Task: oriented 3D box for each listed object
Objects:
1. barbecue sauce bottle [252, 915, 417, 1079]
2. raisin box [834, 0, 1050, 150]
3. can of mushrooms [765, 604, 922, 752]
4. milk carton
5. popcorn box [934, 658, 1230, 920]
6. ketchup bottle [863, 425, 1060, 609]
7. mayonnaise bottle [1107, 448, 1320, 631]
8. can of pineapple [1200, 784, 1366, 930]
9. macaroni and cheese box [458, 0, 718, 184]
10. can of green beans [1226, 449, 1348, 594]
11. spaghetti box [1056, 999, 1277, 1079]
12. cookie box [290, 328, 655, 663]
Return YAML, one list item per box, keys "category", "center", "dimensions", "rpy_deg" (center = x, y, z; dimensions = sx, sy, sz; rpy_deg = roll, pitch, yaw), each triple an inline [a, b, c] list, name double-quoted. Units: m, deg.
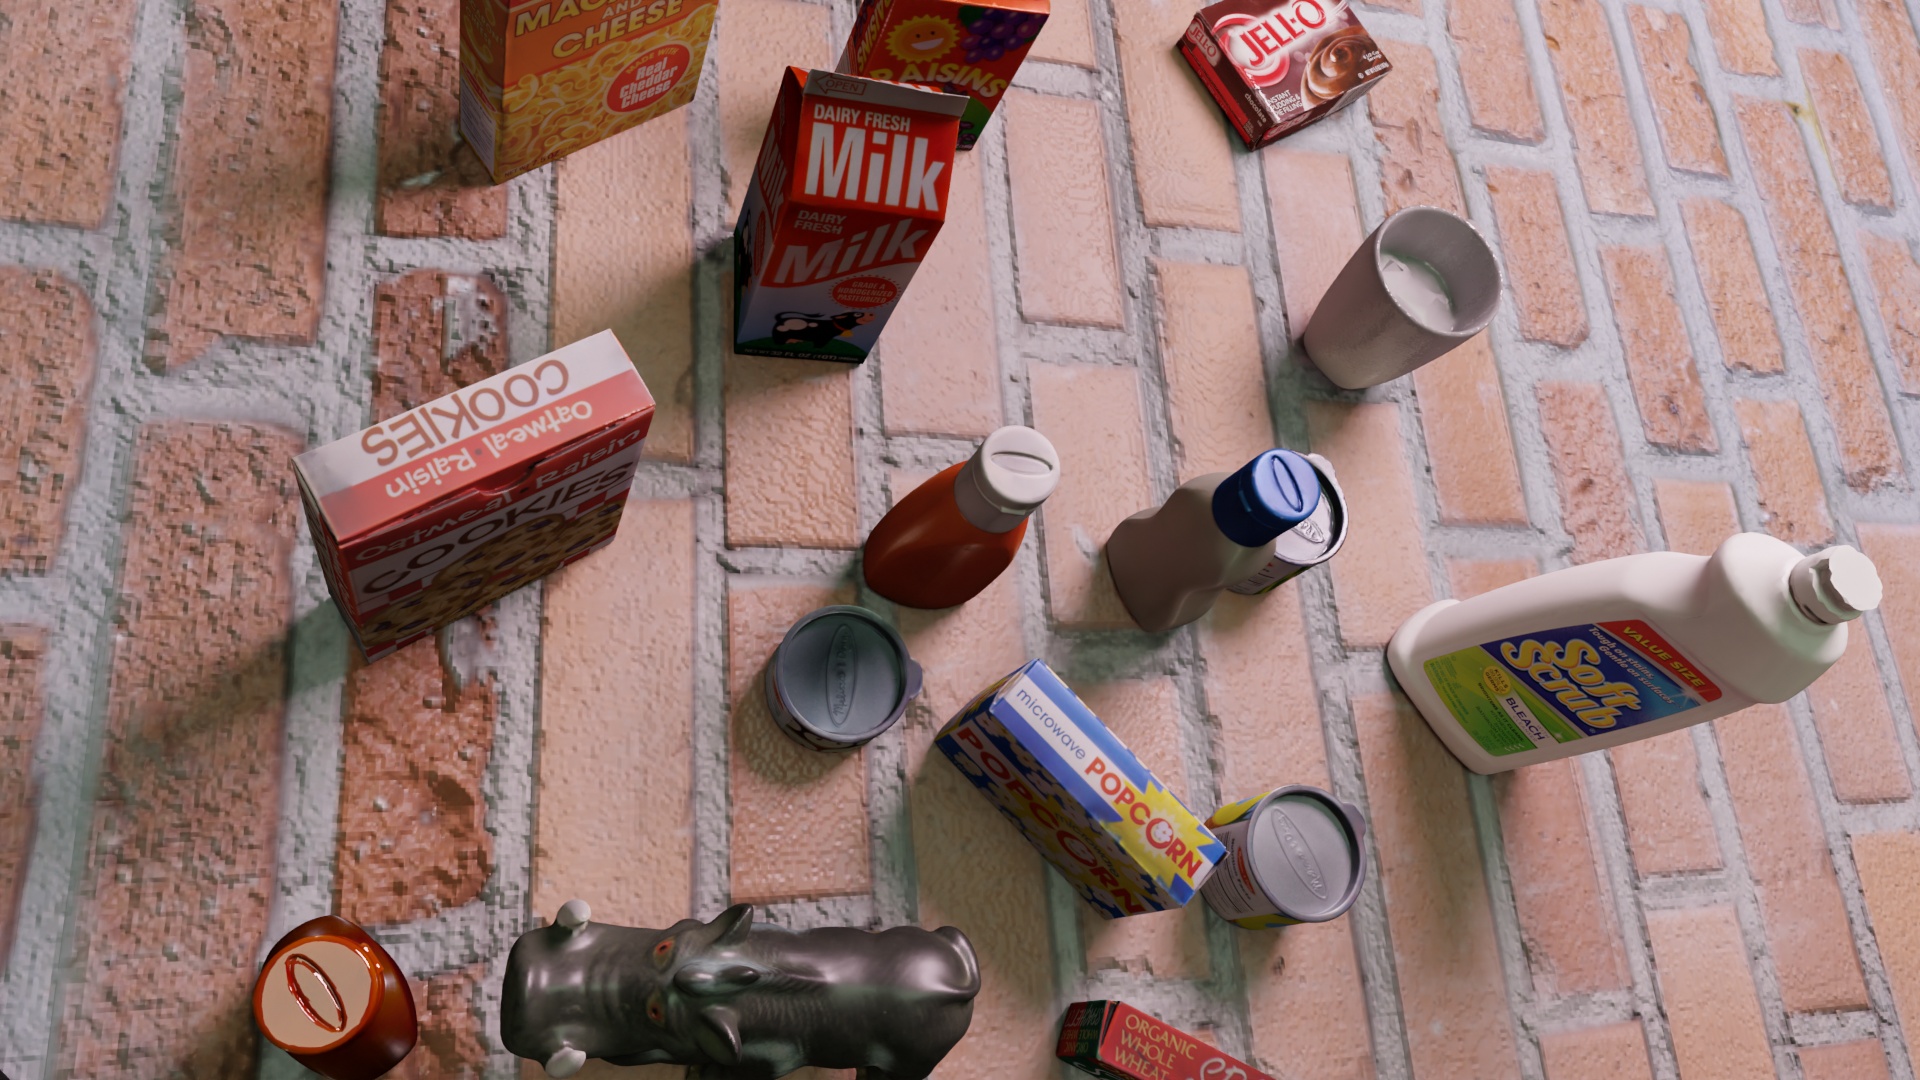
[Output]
- category: "barbecue sauce bottle"
  center: [-0.226, 0.165, 0.502]
  dimensions: [0.044, 0.148, 0.065]
  rpy_deg: [-33, 85, -26]
- category: "raisin box"
  center: [-0.014, -0.265, 0.750]
  dimensions: [0.086, 0.123, 0.040]
  rpy_deg: [0, 72, -20]
- category: "can of mushrooms"
  center: [-0.056, 0.067, 0.664]
  dimensions: [0.071, 0.033, 0.071]
  rpy_deg: [7, 69, -18]
- category: "milk carton"
  center: [-0.058, -0.158, 0.658]
  dimensions: [0.072, 0.189, 0.073]
  rpy_deg: [3, 70, -19]
- category: "popcorn box"
  center: [0.054, 0.119, 0.655]
  dimensions: [0.126, 0.085, 0.038]
  rpy_deg: [46, 63, 0]
- category: "ketchup bottle"
  center: [0.002, -0.008, 0.648]
  dimensions: [0.065, 0.148, 0.043]
  rpy_deg: [8, 69, -17]
- category: "mayonnaise bottle"
  center: [0.124, -0.002, 0.690]
  dimensions: [0.041, 0.147, 0.065]
  rpy_deg: [-17, 78, -24]
- category: "can of pineapple"
  center: [0.160, 0.159, 0.695]
  dimensions: [0.071, 0.057, 0.071]
  rpy_deg: [7, 69, -18]
- category: "macaroni and cheese box"
  center: [-0.176, -0.252, 0.663]
  dimensions: [0.124, 0.165, 0.040]
  rpy_deg: [-34, 85, -27]
- category: "can of green beans"
  center: [0.168, -0.009, 0.759]
  dimensions: [0.071, 0.057, 0.071]
  rpy_deg: [7, 69, -18]
- category: "spaghetti box"
  center: [0.163, 0.281, 0.655]
  dimensions: [0.250, 0.050, 0.029]
  rpy_deg: [29, 64, -8]
- category: "cookie box"
  center: [-0.196, -0.013, 0.567]
  dimensions: [0.123, 0.166, 0.040]
  rpy_deg: [-30, 83, -26]
